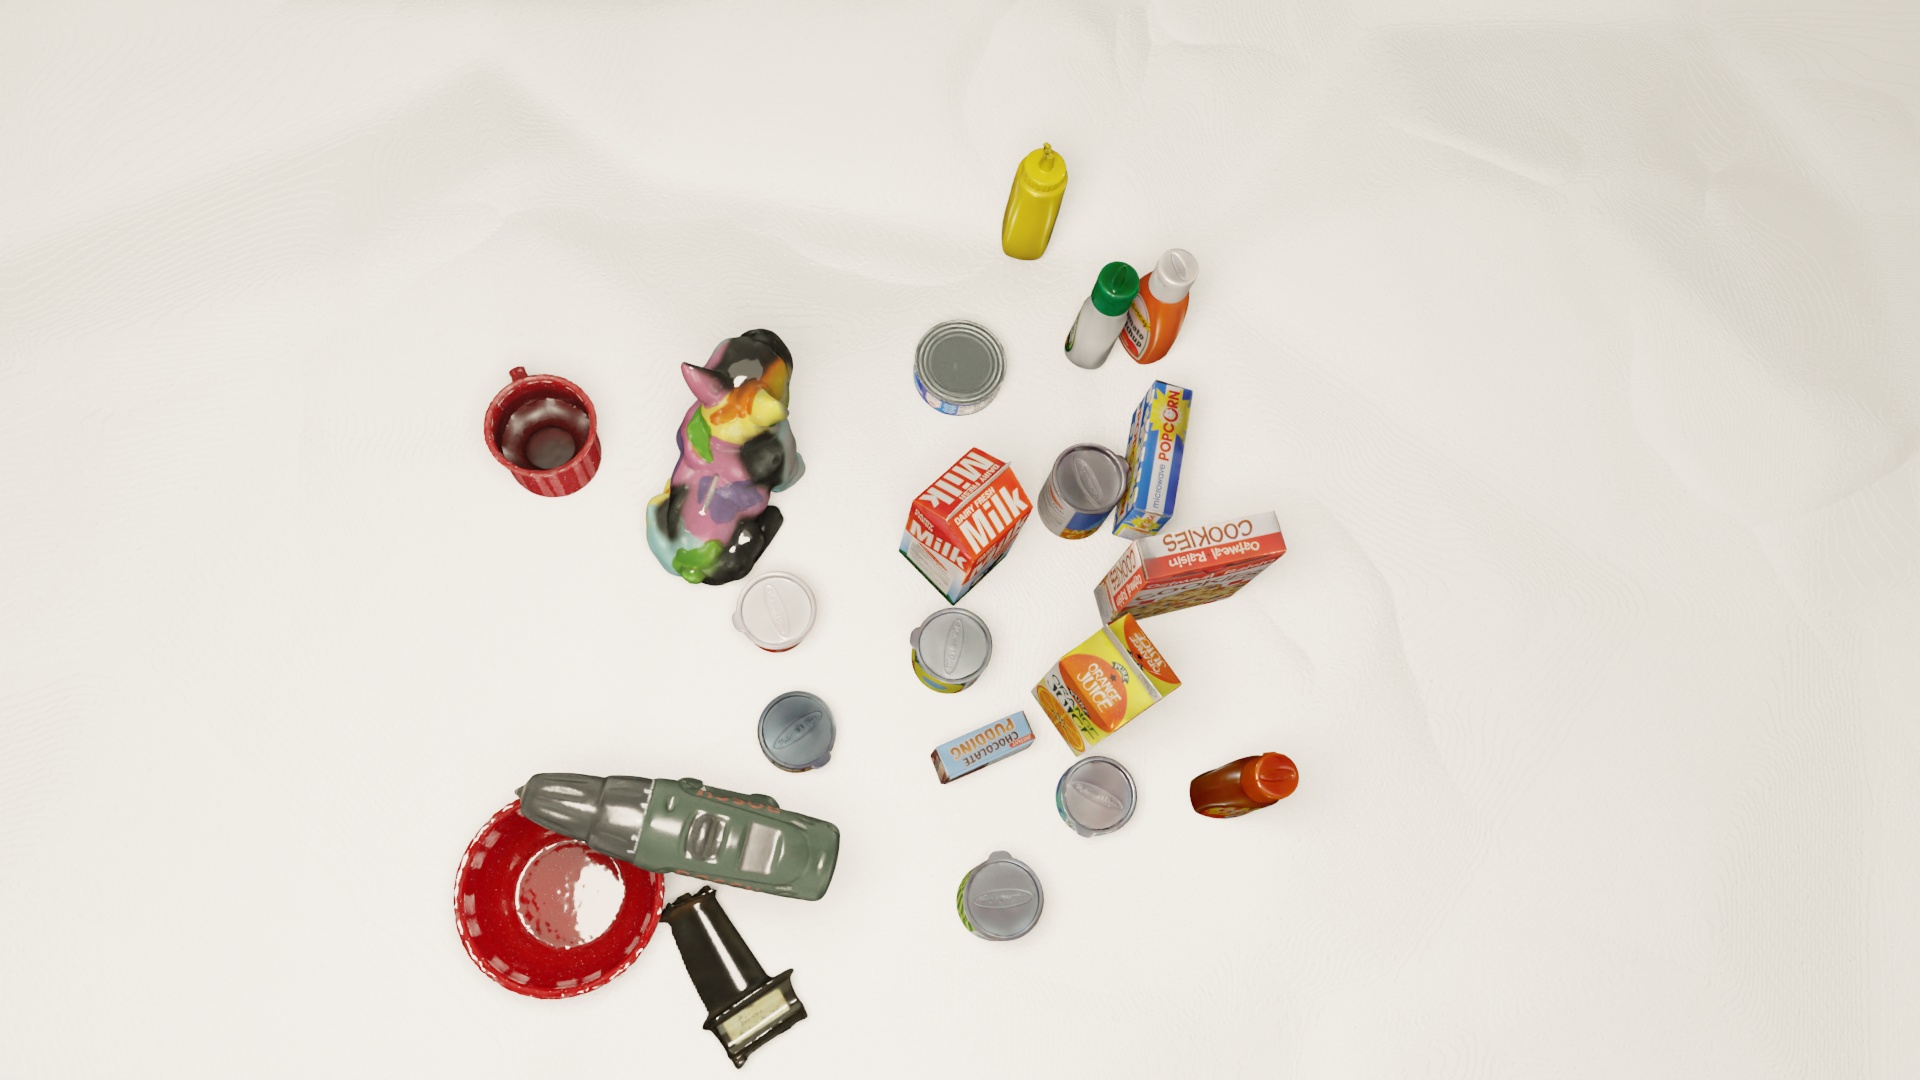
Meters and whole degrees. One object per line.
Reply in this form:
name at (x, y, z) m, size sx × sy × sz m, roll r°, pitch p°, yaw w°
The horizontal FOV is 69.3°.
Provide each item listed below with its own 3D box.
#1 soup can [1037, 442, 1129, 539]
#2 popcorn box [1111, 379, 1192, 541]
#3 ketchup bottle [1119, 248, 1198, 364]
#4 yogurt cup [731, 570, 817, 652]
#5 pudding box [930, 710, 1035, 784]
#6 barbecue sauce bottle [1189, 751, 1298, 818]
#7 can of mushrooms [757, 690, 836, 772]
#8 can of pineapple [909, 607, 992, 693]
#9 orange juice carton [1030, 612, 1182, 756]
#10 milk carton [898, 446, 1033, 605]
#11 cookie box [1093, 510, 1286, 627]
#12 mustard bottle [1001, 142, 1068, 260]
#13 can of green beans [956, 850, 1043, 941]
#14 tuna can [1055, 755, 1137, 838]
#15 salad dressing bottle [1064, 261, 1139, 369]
soup can at (0.110, -0.043, 1.245) m, size 0.071 × 0.083 × 0.071 m, roll 2°, pitch 73°, yaw -6°
popcorn box at (0.173, -0.070, 1.259) m, size 0.038 × 0.085 × 0.127 m, roll 13°, pitch 72°, yaw -3°
ketchup bottle at (0.182, -0.217, 1.272) m, size 0.043 × 0.148 × 0.065 m, roll -22°, pitch 77°, yaw -12°
yogurt cup at (-0.158, 0.065, 1.195) m, size 0.072 × 0.053 × 0.072 m, roll 2°, pitch 73°, yaw -6°
pudding box at (0.019, 0.177, 1.185) m, size 0.084 × 0.049 × 0.030 m, roll -22°, pitch 77°, yaw -13°
barbecue sauce bottle at (0.238, 0.203, 1.151) m, size 0.065 × 0.148 × 0.044 m, roll -3°, pitch 74°, yaw -8°
can of mushrooms at (-0.137, 0.165, 1.178) m, size 0.071 × 0.033 × 0.071 m, roll 2°, pitch 73°, yaw -6°
can of pineapple at (-0.010, 0.095, 1.202) m, size 0.071 × 0.057 × 0.071 m, roll 2°, pitch 73°, yaw -6°
orange juice carton at (0.120, 0.117, 1.140) m, size 0.073 × 0.192 × 0.072 m, roll -33°, pitch 80°, yaw -14°
milk carton at (0.004, -0.015, 1.167) m, size 0.072 × 0.190 × 0.073 m, roll -43°, pitch 83°, yaw -16°
cookie box at (0.192, 0.028, 1.189) m, size 0.123 × 0.167 × 0.040 m, roll -12°, pitch 76°, yaw -10°
mustard bottle at (0.070, -0.318, 1.283) m, size 0.049 × 0.159 × 0.065 m, roll 9°, pitch 73°, yaw -4°
can of green beans at (0.032, 0.296, 1.146) m, size 0.071 × 0.057 × 0.071 m, roll 2°, pitch 73°, yaw -6°
tuna can at (0.115, 0.222, 1.191) m, size 0.071 × 0.032 × 0.071 m, roll 2°, pitch 73°, yaw -6°
salad dressing bottle at (0.129, -0.204, 1.262) m, size 0.044 × 0.147 × 0.064 m, roll 24°, pitch 73°, yaw 1°
